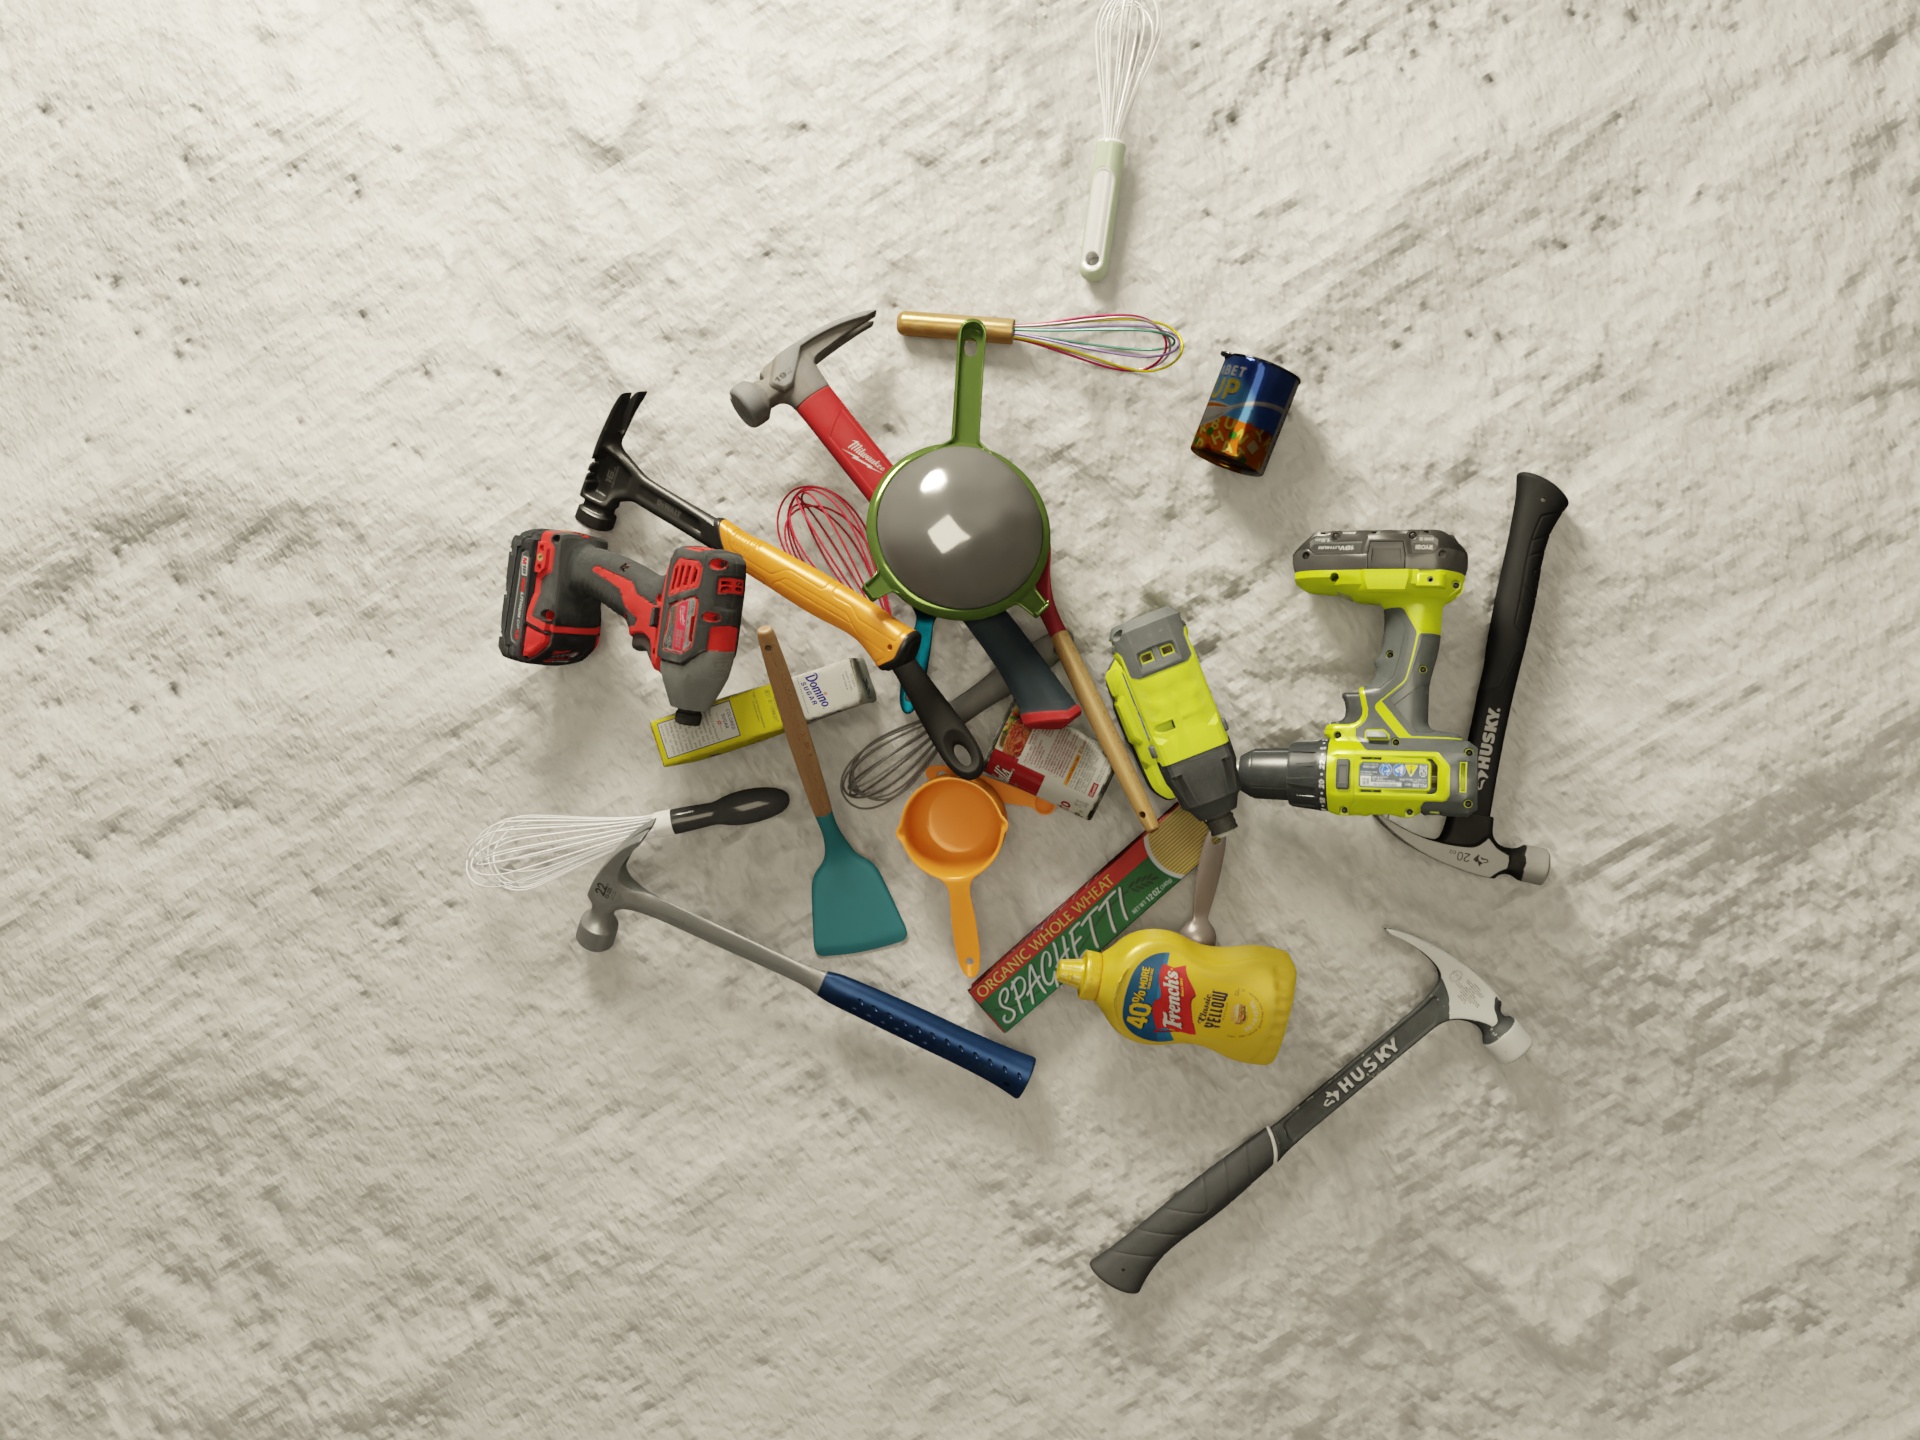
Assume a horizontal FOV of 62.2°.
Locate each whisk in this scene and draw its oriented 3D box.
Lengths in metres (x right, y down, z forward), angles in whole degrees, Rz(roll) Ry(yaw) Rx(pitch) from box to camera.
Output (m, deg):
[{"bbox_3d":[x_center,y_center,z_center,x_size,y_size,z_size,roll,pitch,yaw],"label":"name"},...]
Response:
[{"bbox_3d":[-0.287,0.095,1.372,0.284,0.070,0.070,-12,89,-1],"label":"whisk"},{"bbox_3d":[0.128,-0.494,1.339,0.058,0.059,0.246,10,96,16],"label":"whisk"},{"bbox_3d":[-0.001,-0.003,1.352,0.239,0.055,0.055,-35,88,-1],"label":"whisk"},{"bbox_3d":[0.066,-0.325,1.347,0.245,0.051,0.047,6,96,8],"label":"whisk"},{"bbox_3d":[-0.065,-0.076,1.330,0.073,0.073,0.296,-33,79,4],"label":"whisk"}]

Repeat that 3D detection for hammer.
[{"bbox_3d":[-0.125,0.214,1.346,0.405,0.035,0.144,25,123,0],"label":"hammer"},{"bbox_3d":[-0.172,-0.145,1.317,0.337,0.034,0.127,32,114,16],"label":"hammer"},{"bbox_3d":[-0.018,-0.158,1.309,0.143,0.038,0.386,-37,86,-14],"label":"hammer"},{"bbox_3d":[0.273,0.340,1.334,0.409,0.036,0.149,-40,86,4],"label":"hammer"},{"bbox_3d":[0.442,-0.040,1.320,0.146,0.035,0.335,11,91,4],"label":"hammer"}]

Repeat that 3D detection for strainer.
[{"bbox_3d":[0.007,-0.210,1.269,0.151,0.069,0.256,5,78,-9],"label":"strainer"}]

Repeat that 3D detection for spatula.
[{"bbox_3d":[-0.118,0.061,1.308,0.082,0.044,0.317,-11,124,5],"label":"spatula"}]

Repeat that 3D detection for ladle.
[{"bbox_3d":[0.093,-0.050,1.315,0.069,0.031,0.316,-35,71,32],"label":"ladle"}]

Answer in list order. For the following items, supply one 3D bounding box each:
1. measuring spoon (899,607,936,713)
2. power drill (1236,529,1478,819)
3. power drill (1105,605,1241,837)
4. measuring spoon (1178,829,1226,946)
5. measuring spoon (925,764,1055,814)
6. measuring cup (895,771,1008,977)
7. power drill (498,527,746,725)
[{"bbox_3d":[-0.035,-0.069,1.364,0.042,0.021,0.128,11,90,5],"label":"measuring spoon"},{"bbox_3d":[0.323,-0.035,1.293,0.190,0.080,0.228,1,85,19],"label":"power drill"},{"bbox_3d":[0.169,0.004,1.247,0.080,0.223,0.171,-21,88,5],"label":"power drill"},{"bbox_3d":[0.207,0.145,1.328,0.034,0.018,0.124,3,108,-13],"label":"measuring spoon"},{"bbox_3d":[0.026,0.058,1.367,0.117,0.011,0.021,15,103,8],"label":"measuring spoon"},{"bbox_3d":[0.002,0.128,1.349,0.095,0.052,0.173,-6,99,9],"label":"measuring cup"},{"bbox_3d":[-0.274,-0.081,1.307,0.220,0.078,0.143,13,98,32],"label":"power drill"}]
